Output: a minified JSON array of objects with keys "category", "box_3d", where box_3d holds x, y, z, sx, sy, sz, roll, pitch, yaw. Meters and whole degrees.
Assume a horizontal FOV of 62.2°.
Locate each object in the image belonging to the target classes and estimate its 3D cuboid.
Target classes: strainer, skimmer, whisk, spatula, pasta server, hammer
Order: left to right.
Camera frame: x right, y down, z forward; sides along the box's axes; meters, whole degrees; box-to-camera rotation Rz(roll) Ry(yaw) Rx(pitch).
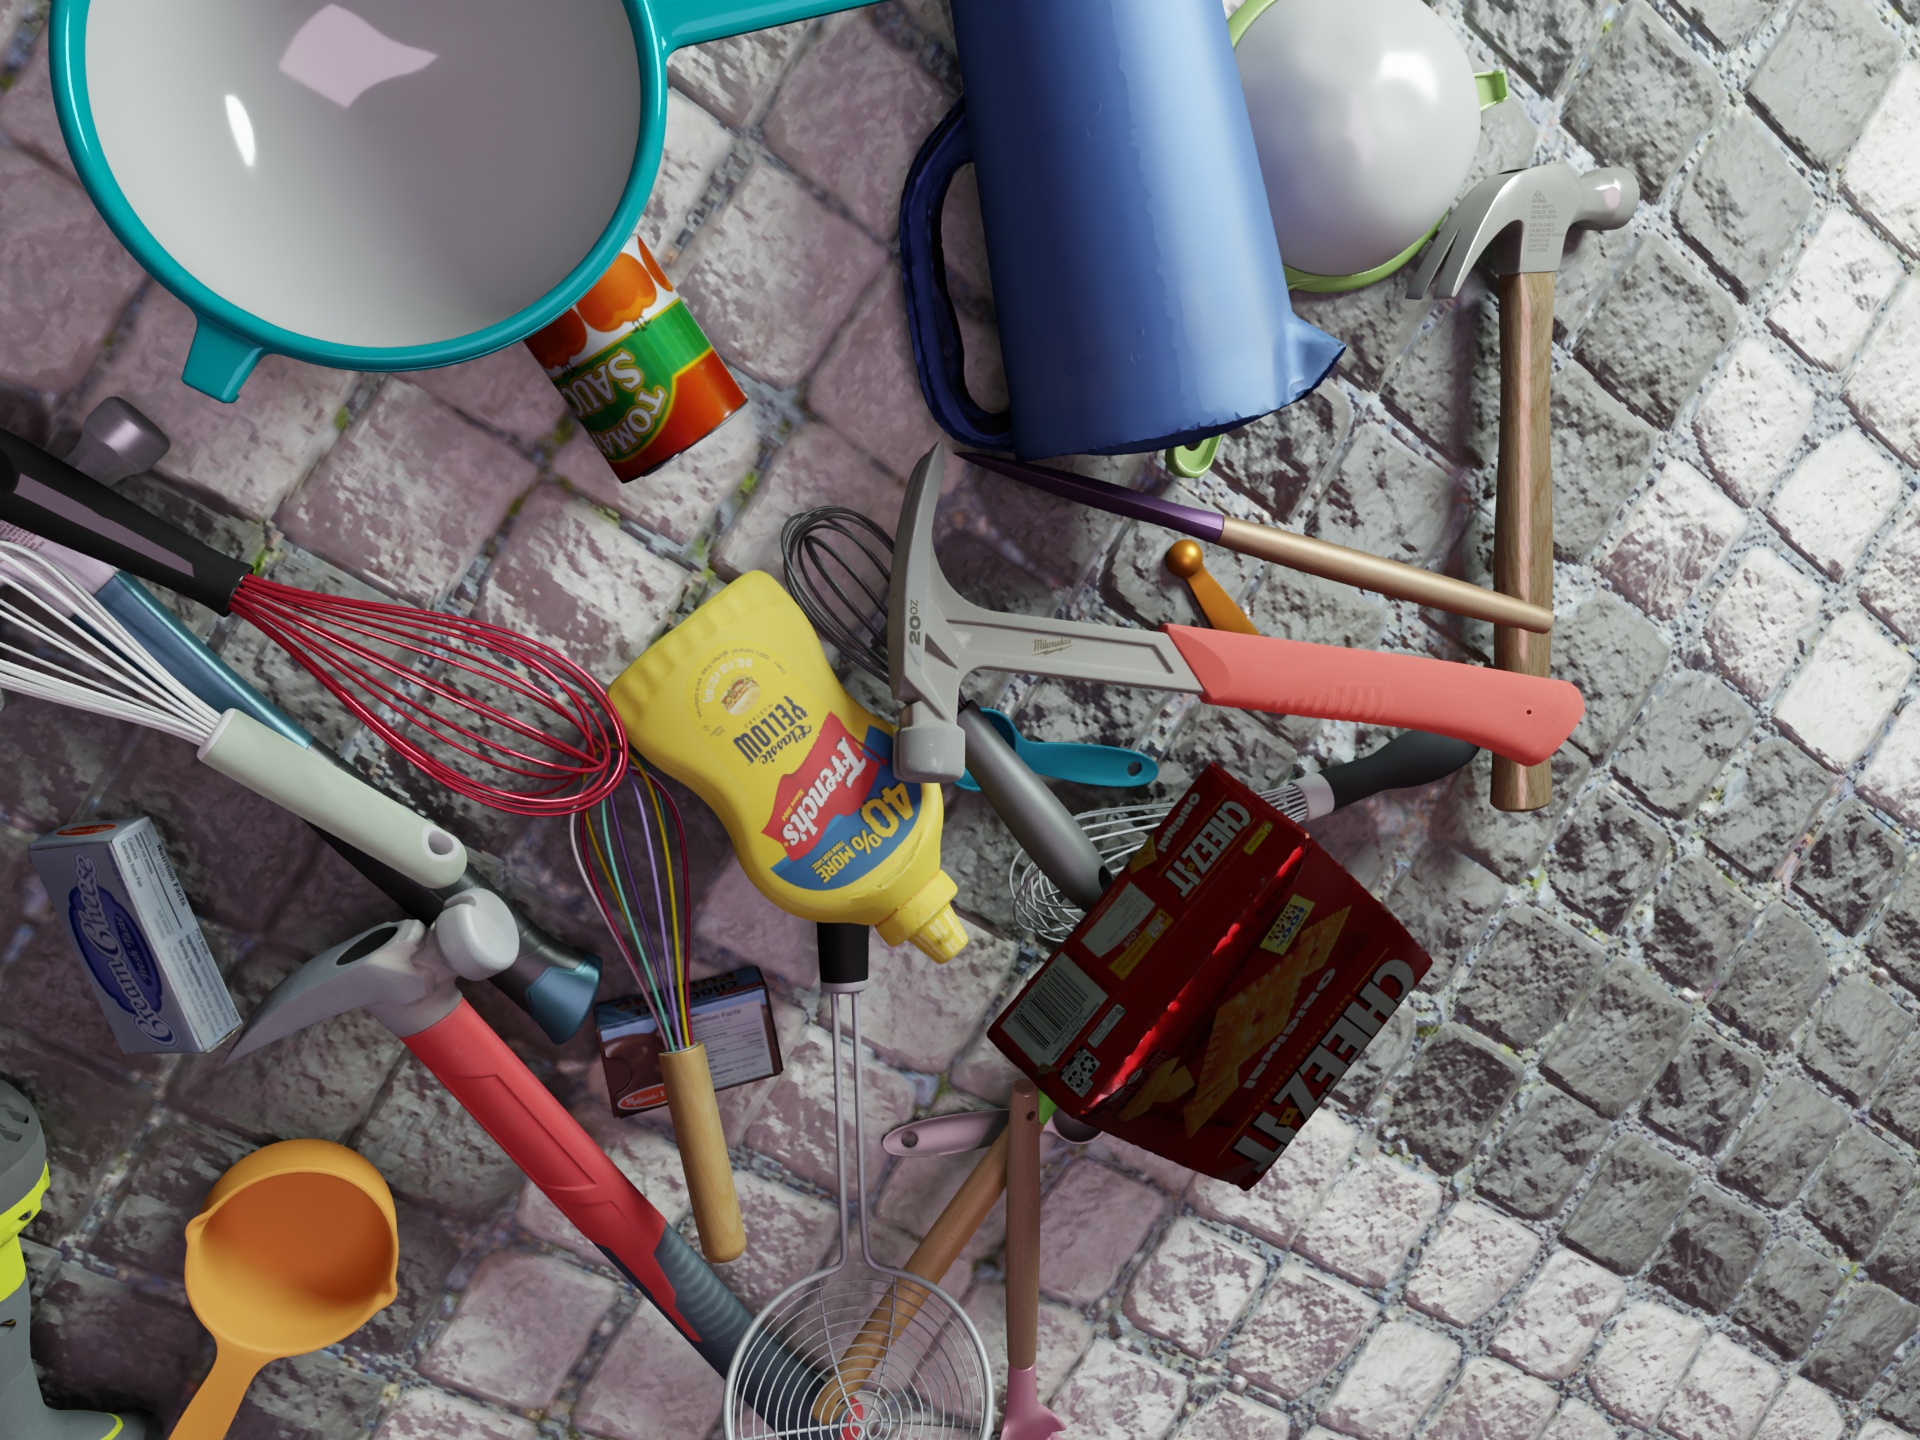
[{"category":"whisk","box_3d":[-0.307,0.002,0.640,0.246,0.058,0.059,36,123,-25]},{"category":"whisk","box_3d":[-0.269,-0.043,0.636,0.295,0.073,0.073,28,93,-16]},{"category":"hammer","box_3d":[-0.280,0.025,0.692,0.128,0.033,0.330,-44,112,-4]},{"category":"strainer","box_3d":[-0.161,-0.255,0.622,0.340,0.095,0.211,-18,98,-11]},{"category":"hammer","box_3d":[-0.175,0.249,0.767,0.143,0.038,0.386,-25,117,14]},{"category":"whisk","box_3d":[-0.136,0.130,0.734,0.047,0.051,0.245,-12,93,11]},{"category":"skimmer","box_3d":[-0.053,0.189,0.742,0.127,0.090,0.363,-2,93,0]},{"category":"whisk","box_3d":[-0.001,-0.002,0.742,0.055,0.055,0.239,-39,97,-5]},{"category":"pasta server","box_3d":[0.037,0.320,0.831,0.060,0.040,0.316,-16,121,-28]},{"category":"hammer","box_3d":[0.139,-0.032,0.753,0.359,0.037,0.149,6,81,-20]},{"category":"whisk","box_3d":[0.154,0.049,0.825,0.284,0.070,0.070,-18,108,-18]},{"category":"spatula","box_3d":[0.148,-0.086,0.769,0.315,0.060,0.018,14,97,-13]},{"category":"strainer","box_3d":[0.167,-0.232,0.752,0.151,0.069,0.256,23,94,-21]},{"category":"hammer","box_3d":[0.290,-0.113,0.823,0.130,0.031,0.331,-10,104,-26]}]

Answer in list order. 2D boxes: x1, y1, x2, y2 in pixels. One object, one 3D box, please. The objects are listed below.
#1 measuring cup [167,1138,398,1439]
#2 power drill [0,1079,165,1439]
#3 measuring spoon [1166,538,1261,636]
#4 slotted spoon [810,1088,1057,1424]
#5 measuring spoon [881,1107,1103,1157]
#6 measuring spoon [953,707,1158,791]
[{"category":"measuring cup","box_3d":[-0.322,0.272,0.723,0.095,0.052,0.173,29,90,-21]},{"category":"power drill","box_3d":[-0.453,0.279,0.677,0.171,0.080,0.223,-9,109,-16]},{"category":"measuring spoon","box_3d":[0.143,-0.046,0.820,0.021,0.011,0.116,-40,111,-5]},{"category":"slotted spoon","box_3d":[0.024,0.226,0.816,0.070,0.031,0.314,42,81,-31]},{"category":"measuring spoon","box_3d":[0.019,0.213,0.845,0.124,0.018,0.034,-7,92,-9]},{"category":"measuring spoon","box_3d":[0.043,0.018,0.805,0.128,0.021,0.042,8,100,-28]}]
